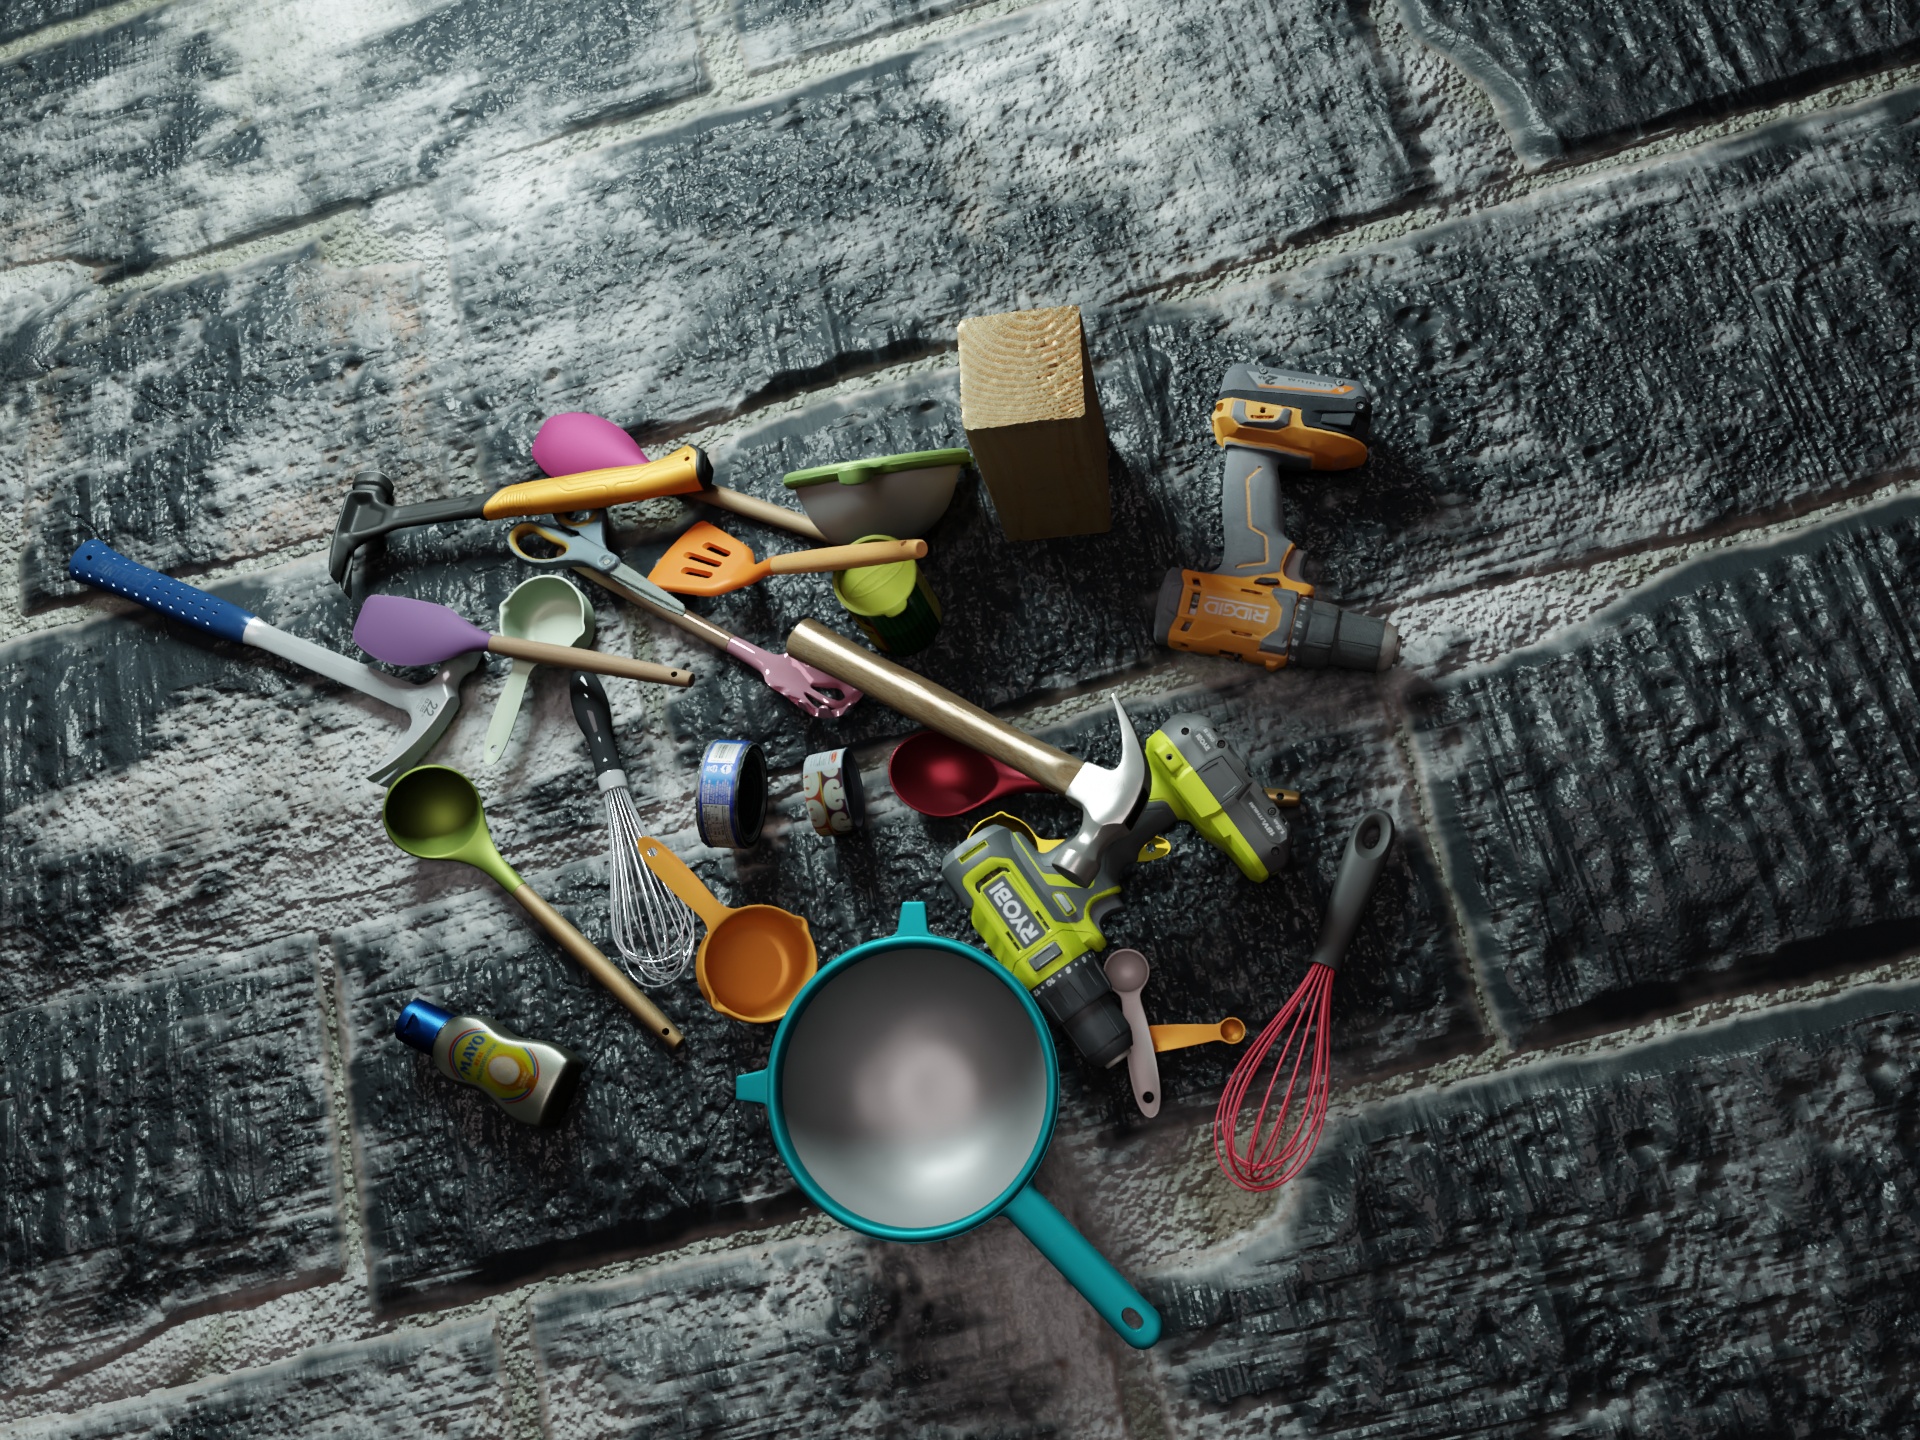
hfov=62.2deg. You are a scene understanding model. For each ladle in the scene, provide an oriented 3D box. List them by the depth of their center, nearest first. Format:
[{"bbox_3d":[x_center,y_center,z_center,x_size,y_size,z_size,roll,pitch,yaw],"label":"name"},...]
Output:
[{"bbox_3d":[0.101,0.049,1.226,0.315,0.031,0.069,4,80,10],"label":"ladle"},{"bbox_3d":[-0.338,0.150,1.265,0.320,0.062,0.078,40,85,16],"label":"ladle"}]

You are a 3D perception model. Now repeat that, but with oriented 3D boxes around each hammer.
[{"bbox_3d":[-0.002,-0.004,1.183,0.331,0.031,0.130,28,76,31],"label":"hammer"},{"bbox_3d":[-0.374,-0.183,1.354,0.337,0.034,0.127,-8,53,10],"label":"hammer"},{"bbox_3d":[-0.615,-0.070,1.390,0.405,0.035,0.144,21,79,16],"label":"hammer"}]

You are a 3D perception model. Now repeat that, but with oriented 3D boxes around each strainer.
[{"bbox_3d":[0.018,0.306,1.133,0.340,0.095,0.211,43,88,16],"label":"strainer"},{"bbox_3d":[-0.065,-0.166,1.222,0.151,0.256,0.069,-8,99,4],"label":"strainer"}]

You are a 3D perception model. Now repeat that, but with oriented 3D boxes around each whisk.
[{"bbox_3d":[0.255,0.196,1.142,0.073,0.073,0.296,20,72,15],"label":"whisk"},{"bbox_3d":[-0.269,0.079,1.275,0.070,0.070,0.285,-22,67,4],"label":"whisk"}]

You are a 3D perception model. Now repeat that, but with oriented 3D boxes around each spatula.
[{"bbox_3d":[-0.135,-0.128,1.234,0.323,0.041,0.081,1,48,51],"label":"spatula"},{"bbox_3d":[-0.363,-0.057,1.308,0.316,0.018,0.060,10,73,16],"label":"spatula"}]

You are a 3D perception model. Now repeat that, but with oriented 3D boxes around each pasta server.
[{"bbox_3d":[-0.212,-0.079,1.316,0.316,0.040,0.060,28,60,18],"label":"pasta server"}]

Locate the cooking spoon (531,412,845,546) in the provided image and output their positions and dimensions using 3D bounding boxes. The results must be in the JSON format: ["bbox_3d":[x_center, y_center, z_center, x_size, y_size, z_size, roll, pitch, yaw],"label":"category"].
[{"bbox_3d":[-0.232,-0.201,1.365,0.319,0.017,0.069,20,80,16],"label":"cooking spoon"}]

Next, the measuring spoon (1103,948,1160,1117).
[{"bbox_3d":[0.130,0.230,1.169,0.034,0.018,0.124,-11,69,8],"label":"measuring spoon"}]

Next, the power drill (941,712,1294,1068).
[{"bbox_3d":[0.125,0.121,1.157,0.228,0.080,0.191,-36,78,0],"label":"power drill"}]

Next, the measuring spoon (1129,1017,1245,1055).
[{"bbox_3d":[0.152,0.235,1.173,0.117,0.011,0.021,-9,63,12],"label":"measuring spoon"}]

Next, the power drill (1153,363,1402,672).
[{"bbox_3d":[0.261,-0.148,1.227,0.185,0.084,0.226,12,81,13],"label":"power drill"}]

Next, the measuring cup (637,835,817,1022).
[{"bbox_3d":[-0.186,0.156,1.207,0.173,0.052,0.095,47,68,-2],"label":"measuring cup"}]

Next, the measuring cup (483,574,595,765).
[{"bbox_3d":[-0.359,-0.039,1.334,0.083,0.038,0.167,16,82,16],"label":"measuring cup"}]

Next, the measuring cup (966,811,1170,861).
[{"bbox_3d":[0.081,0.101,1.218,0.156,0.029,0.062,-2,79,1],"label":"measuring cup"}]
